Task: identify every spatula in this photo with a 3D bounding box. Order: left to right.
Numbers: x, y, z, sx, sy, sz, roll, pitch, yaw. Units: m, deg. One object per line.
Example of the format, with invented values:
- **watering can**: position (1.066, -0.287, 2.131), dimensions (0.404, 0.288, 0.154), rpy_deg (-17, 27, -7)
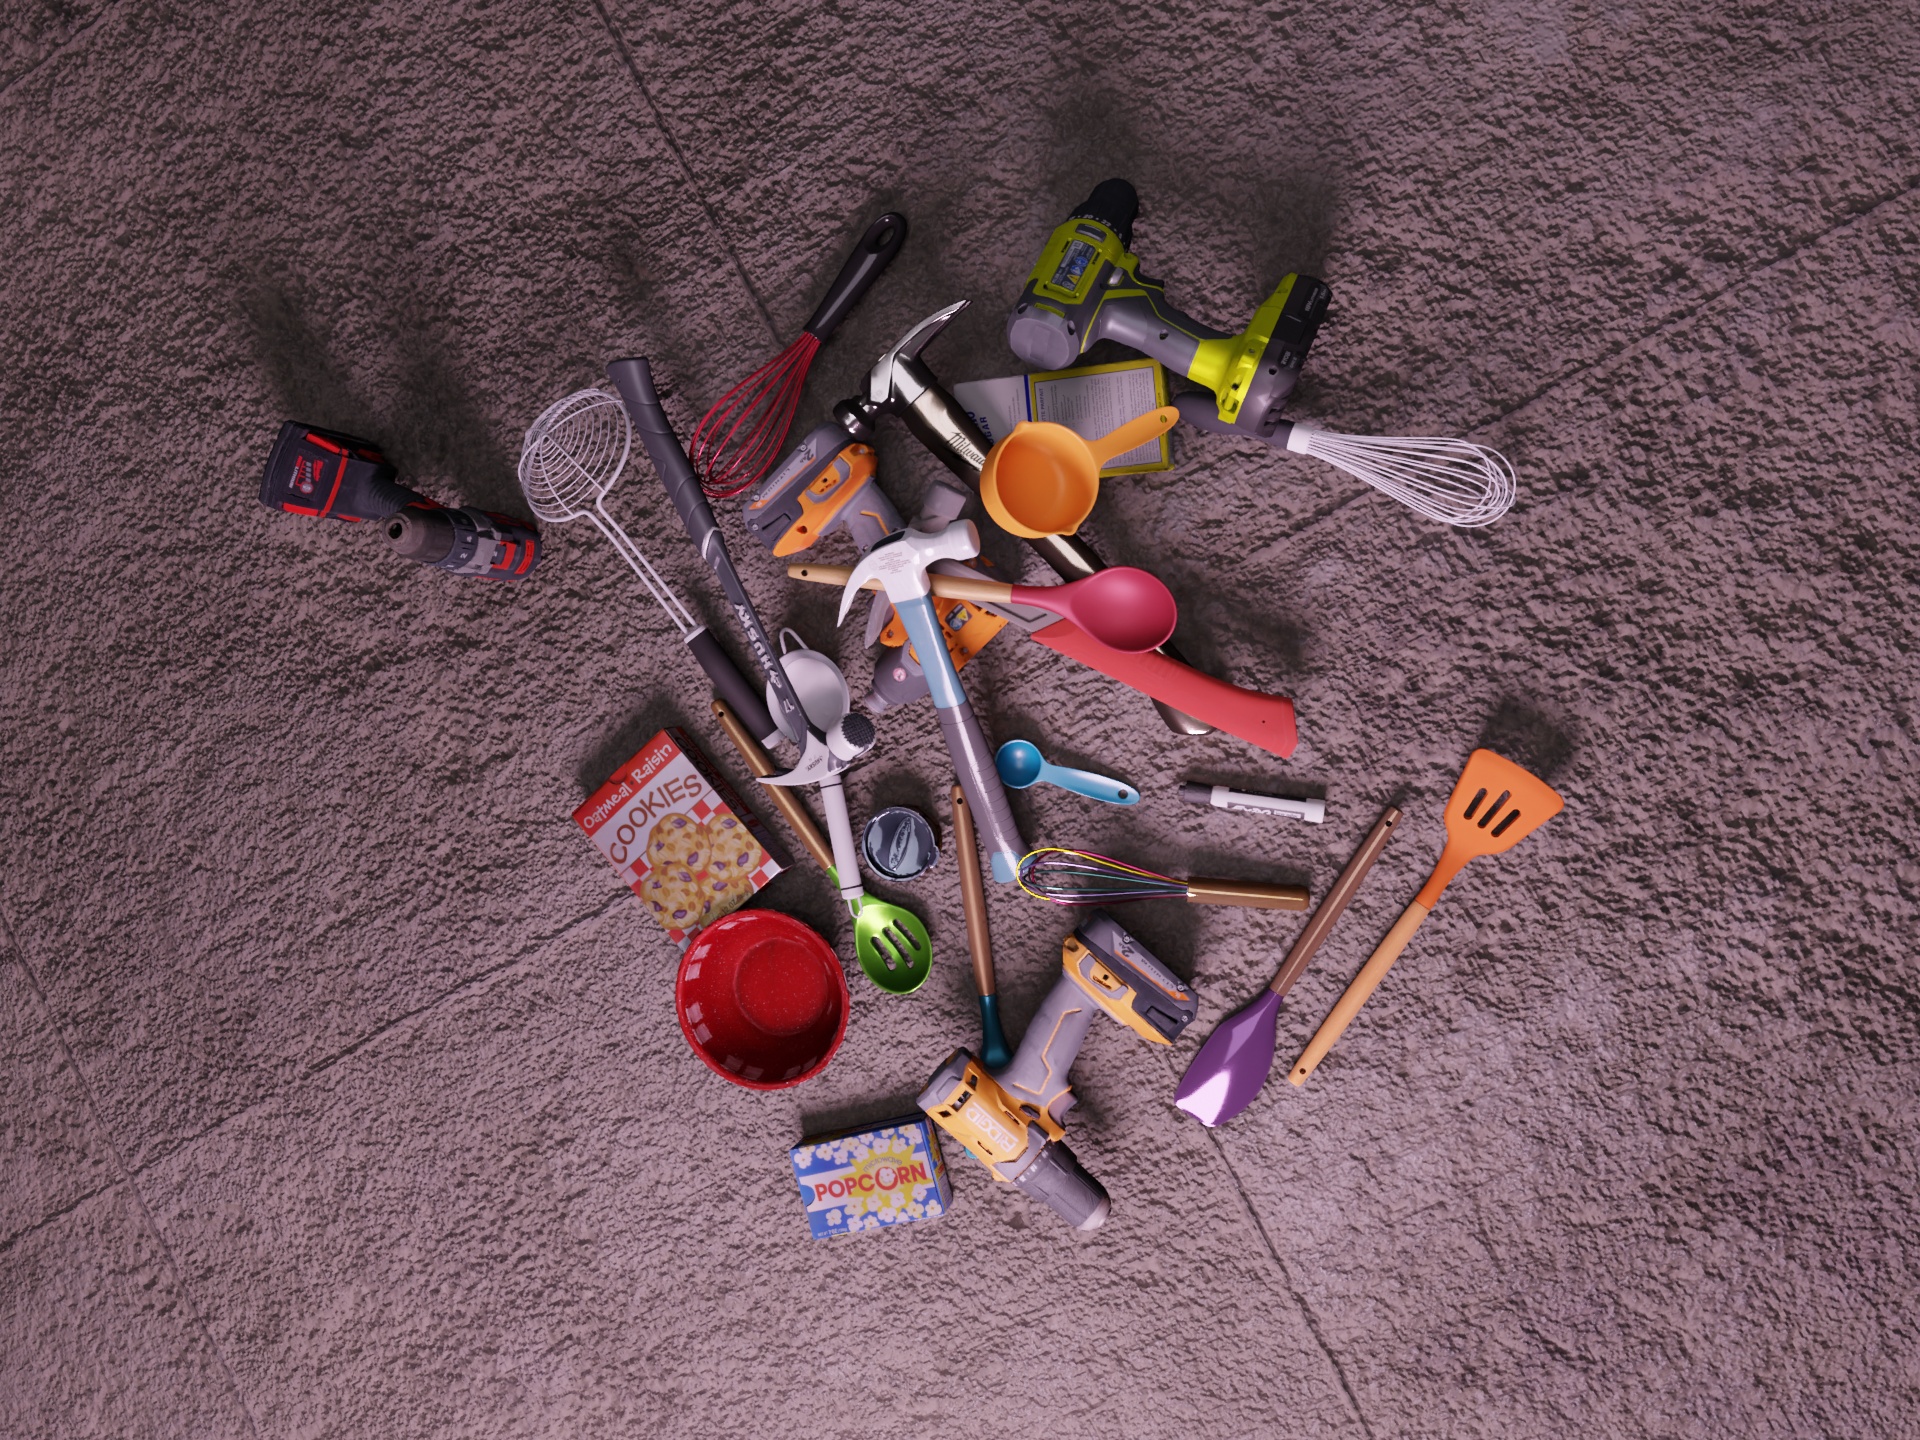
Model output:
- **spatula**: position (0.022, 0.212, 1.374), dimensions (0.082, 0.044, 0.317), rpy_deg (-8, 90, -1)
- **spatula**: position (0.280, 0.207, 1.328), dimensions (0.060, 0.018, 0.316), rpy_deg (31, 100, 6)
- **spatula**: position (0.362, 0.171, 1.296), dimensions (0.081, 0.041, 0.322), rpy_deg (34, 101, 8)

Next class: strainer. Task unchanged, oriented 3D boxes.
- **strainer**: position (-0.115, 0.045, 1.386), dimensions (0.087, 0.050, 0.258), rpy_deg (-13, 87, 31)

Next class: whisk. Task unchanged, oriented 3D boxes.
- **whisk**: position (-0.140, -0.317, 1.377), dimensions (0.073, 0.073, 0.296), rpy_deg (38, 94, 8)
- **whisk**: position (0.168, 0.136, 1.328), dimensions (0.245, 0.051, 0.047), rpy_deg (4, 90, 5)
- **whisk**: position (0.305, -0.218, 1.281), dimensions (0.285, 0.070, 0.070), rpy_deg (20, 97, 15)

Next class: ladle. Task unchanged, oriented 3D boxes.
- **ladle**: position (0.015, -0.102, 1.265), dimensions (0.315, 0.031, 0.069), rpy_deg (7, 104, 9)

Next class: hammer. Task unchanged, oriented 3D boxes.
- **hammer**: position (-0.204, -0.131, 1.354), dimensions (0.149, 0.036, 0.409), rpy_deg (-35, 80, 50)
- **hammer**: position (-0.002, -0.004, 1.296), dimensions (0.128, 0.033, 0.330), rpy_deg (-10, 120, 20)
- **hammer**: position (0.083, -0.154, 1.311), dimensions (0.146, 0.038, 0.410), rpy_deg (-42, 93, 18)
- **hammer**: position (0.105, -0.053, 1.291), dimensions (0.359, 0.037, 0.149), rpy_deg (26, 103, 3)

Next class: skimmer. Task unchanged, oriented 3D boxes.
- **skimmer**: position (-0.265, -0.133, 1.428), dimensions (0.127, 0.090, 0.363), rpy_deg (-36, 95, 17)

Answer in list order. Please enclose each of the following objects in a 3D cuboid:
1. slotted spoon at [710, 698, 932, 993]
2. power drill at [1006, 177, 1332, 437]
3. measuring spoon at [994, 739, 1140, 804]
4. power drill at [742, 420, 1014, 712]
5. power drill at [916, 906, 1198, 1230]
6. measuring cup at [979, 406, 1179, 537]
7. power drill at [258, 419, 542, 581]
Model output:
- **slotted spoon**: position (-0.127, 0.107, 1.411), dimensions (0.070, 0.031, 0.314), rpy_deg (-38, 83, 12)
- **power drill**: position (0.171, -0.335, 1.269), dimensions (0.228, 0.080, 0.191), rpy_deg (23, 61, 6)
- **measuring spoon**: position (0.092, 0.048, 1.366), dimensions (0.128, 0.021, 0.042), rpy_deg (16, 96, 2)
- **power drill**: position (-0.078, -0.125, 1.361), dimensions (0.226, 0.084, 0.164), rpy_deg (46, 102, 3)
- **power drill**: position (0.102, 0.293, 1.321), dimensions (0.185, 0.084, 0.226), rpy_deg (42, 89, 2)
- **measuring cup**: position (0.094, -0.206, 1.261), dimensions (0.173, 0.052, 0.095), rpy_deg (-29, 99, -18)
- **power drill**: position (-0.504, -0.187, 1.402), dimensions (0.227, 0.188, 0.080), rpy_deg (24, 97, 15)
